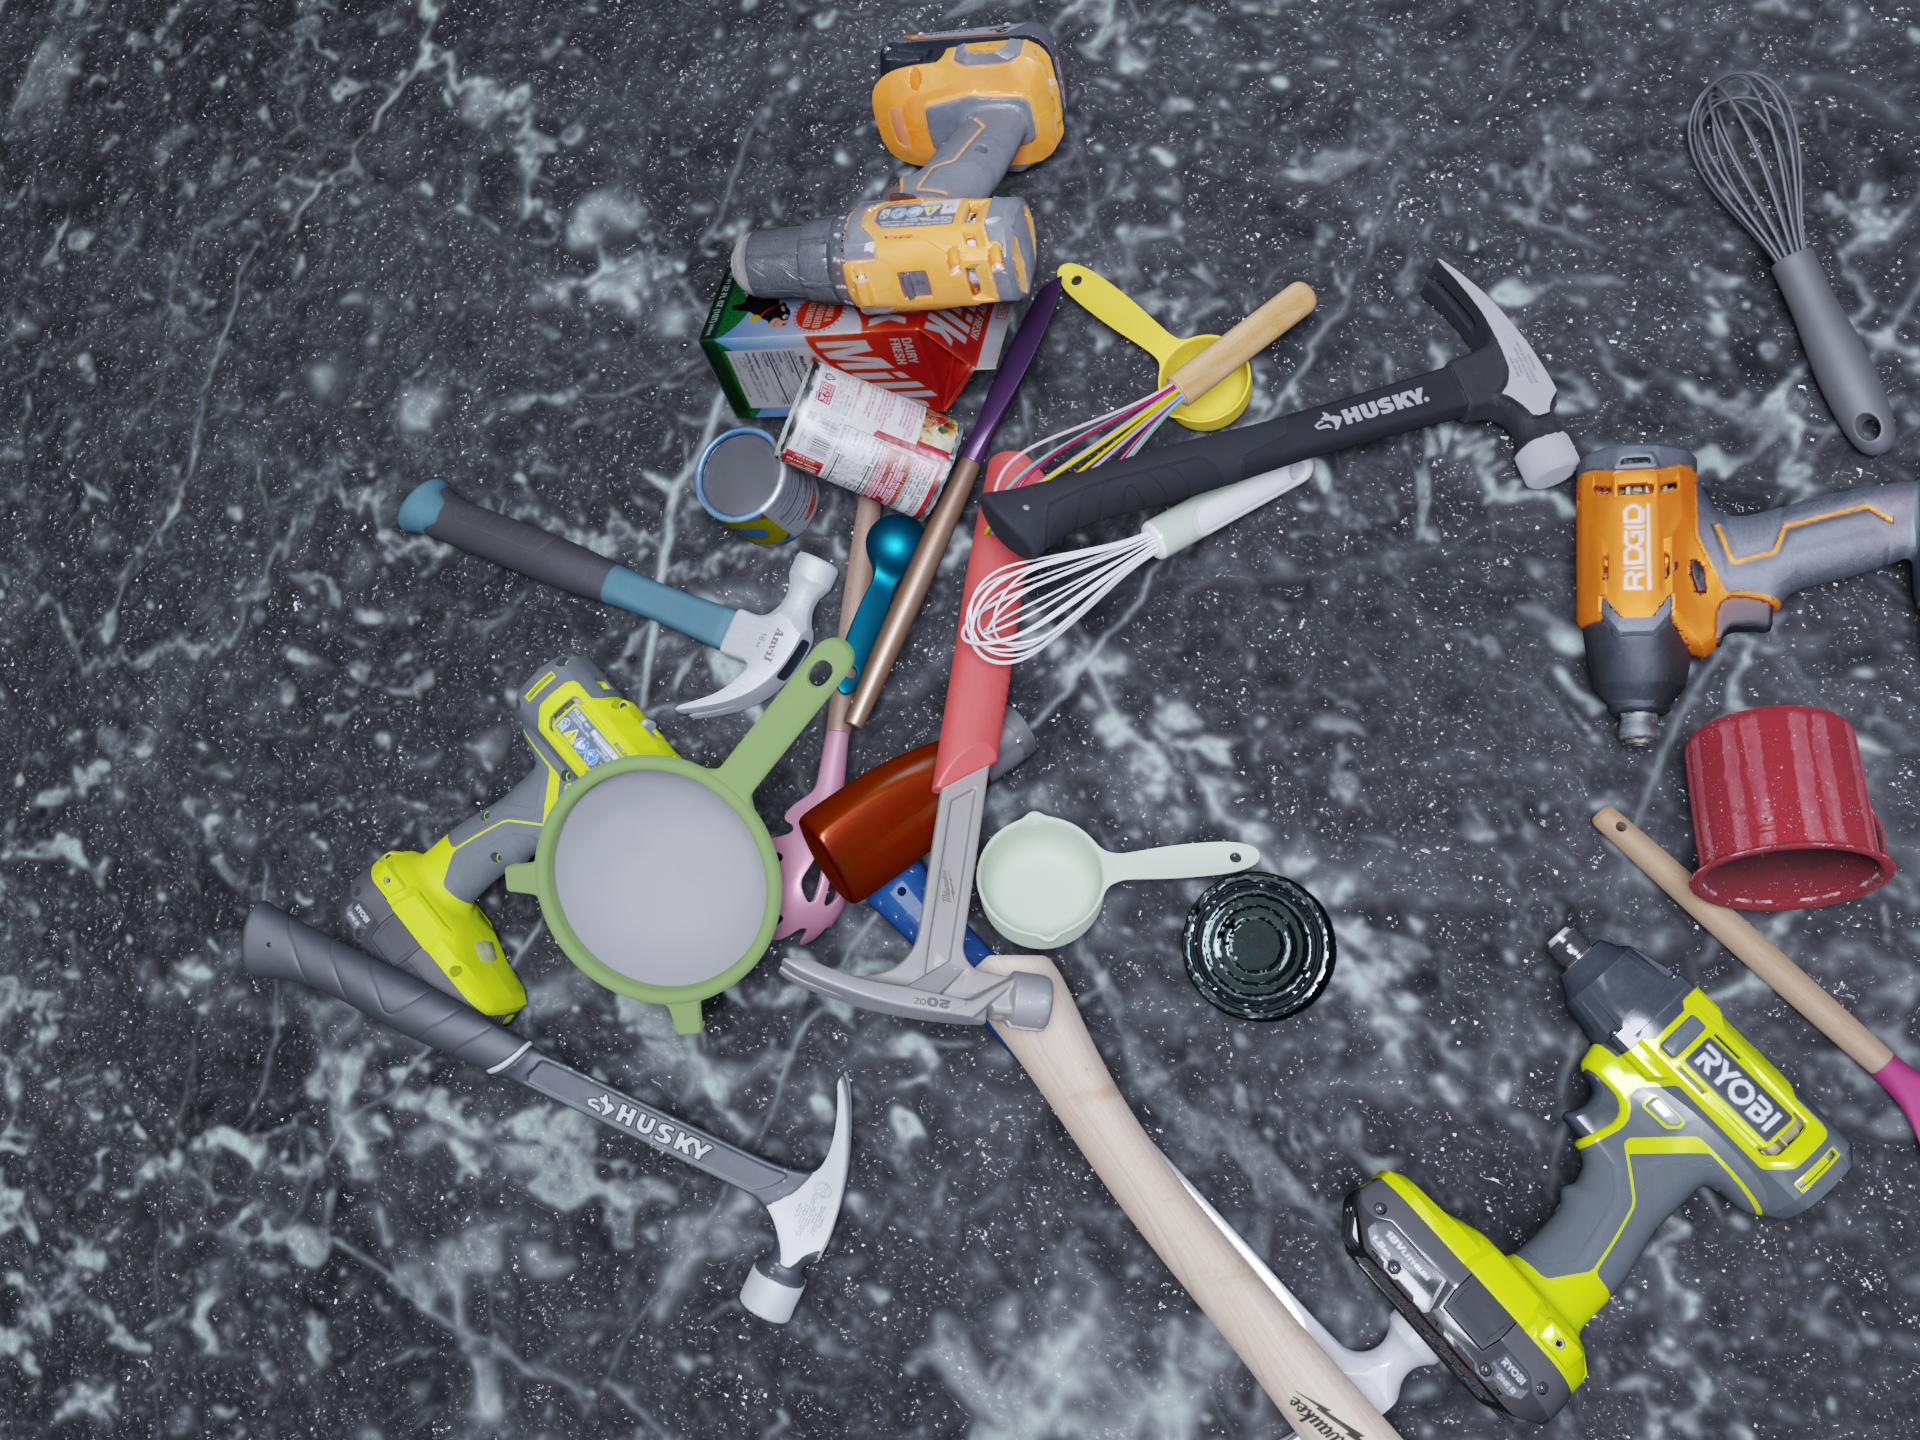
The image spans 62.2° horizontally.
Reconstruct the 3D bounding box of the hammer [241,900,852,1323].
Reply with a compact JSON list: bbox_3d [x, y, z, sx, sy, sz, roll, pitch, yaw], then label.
[{"bbox_3d":[-0.256,0.210,0.972,0.409,0.036,0.149,25,88,4],"label":"hammer"}]

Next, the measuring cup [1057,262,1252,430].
[{"bbox_3d":[0.120,-0.239,1.003,0.062,0.029,0.157,-47,68,4],"label":"measuring cup"}]

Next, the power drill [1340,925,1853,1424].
[{"bbox_3d":[0.310,0.227,0.813,0.223,0.080,0.171,-39,71,-8],"label":"power drill"}]

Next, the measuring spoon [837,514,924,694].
[{"bbox_3d":[-0.051,-0.076,1.006,0.042,0.021,0.129,23,70,-13],"label":"measuring spoon"}]

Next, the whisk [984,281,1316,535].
[{"bbox_3d":[0.113,-0.182,0.946,0.245,0.047,0.051,-37,57,-2],"label":"whisk"}]

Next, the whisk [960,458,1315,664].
[{"bbox_3d":[0.108,-0.102,0.935,0.246,0.057,0.059,-29,26,-13],"label":"whisk"}]

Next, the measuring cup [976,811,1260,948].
[{"bbox_3d":[0.093,0.094,0.946,0.167,0.038,0.083,-6,61,-2],"label":"measuring cup"}]

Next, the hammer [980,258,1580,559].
[{"bbox_3d":[0.174,-0.162,0.914,0.334,0.035,0.146,-17,72,-6],"label":"hammer"}]

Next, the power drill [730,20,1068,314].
[{"bbox_3d":[-0.032,-0.338,0.994,0.185,0.084,0.226,1,53,18],"label":"power drill"}]

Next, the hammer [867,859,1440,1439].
[{"bbox_3d":[0.086,0.239,0.916,0.144,0.035,0.406,-46,70,4],"label":"hammer"}]

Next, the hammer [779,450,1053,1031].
[{"bbox_3d":[-0.001,-0.003,0.932,0.149,0.036,0.359,12,65,-7],"label":"hammer"}]

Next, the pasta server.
[{"bbox_3d":[-0.079,-0.017,1.013,0.040,0.060,0.316,-16,63,54],"label":"pasta server"}]

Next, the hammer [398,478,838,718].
[{"bbox_3d":[-0.249,-0.099,1.088,0.331,0.033,0.128,22,86,20],"label":"hammer"}]

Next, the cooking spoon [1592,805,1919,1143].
[{"bbox_3d":[0.457,0.159,0.825,0.069,0.017,0.319,-44,71,1],"label":"cooking spoon"}]

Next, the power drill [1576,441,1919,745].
[{"bbox_3d":[0.446,-0.067,0.841,0.226,0.084,0.164,0,80,22],"label":"power drill"}]

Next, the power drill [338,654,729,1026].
[{"bbox_3d":[-0.267,0.096,1.032,0.228,0.080,0.191,-43,79,3],"label":"power drill"}]

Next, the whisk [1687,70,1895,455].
[{"bbox_3d":[0.469,-0.258,0.889,0.055,0.055,0.239,-20,79,13],"label":"whisk"}]

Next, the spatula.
[{"bbox_3d":[-0.003,-0.140,1.002,0.018,0.060,0.316,26,83,-18],"label":"spatula"}]

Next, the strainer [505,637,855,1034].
[{"bbox_3d":[-0.140,0.049,0.942,0.151,0.069,0.256,40,103,1],"label":"strainer"}]

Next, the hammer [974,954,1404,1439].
[{"bbox_3d":[0.127,0.300,0.854,0.146,0.038,0.411,-42,70,7],"label":"hammer"}]
